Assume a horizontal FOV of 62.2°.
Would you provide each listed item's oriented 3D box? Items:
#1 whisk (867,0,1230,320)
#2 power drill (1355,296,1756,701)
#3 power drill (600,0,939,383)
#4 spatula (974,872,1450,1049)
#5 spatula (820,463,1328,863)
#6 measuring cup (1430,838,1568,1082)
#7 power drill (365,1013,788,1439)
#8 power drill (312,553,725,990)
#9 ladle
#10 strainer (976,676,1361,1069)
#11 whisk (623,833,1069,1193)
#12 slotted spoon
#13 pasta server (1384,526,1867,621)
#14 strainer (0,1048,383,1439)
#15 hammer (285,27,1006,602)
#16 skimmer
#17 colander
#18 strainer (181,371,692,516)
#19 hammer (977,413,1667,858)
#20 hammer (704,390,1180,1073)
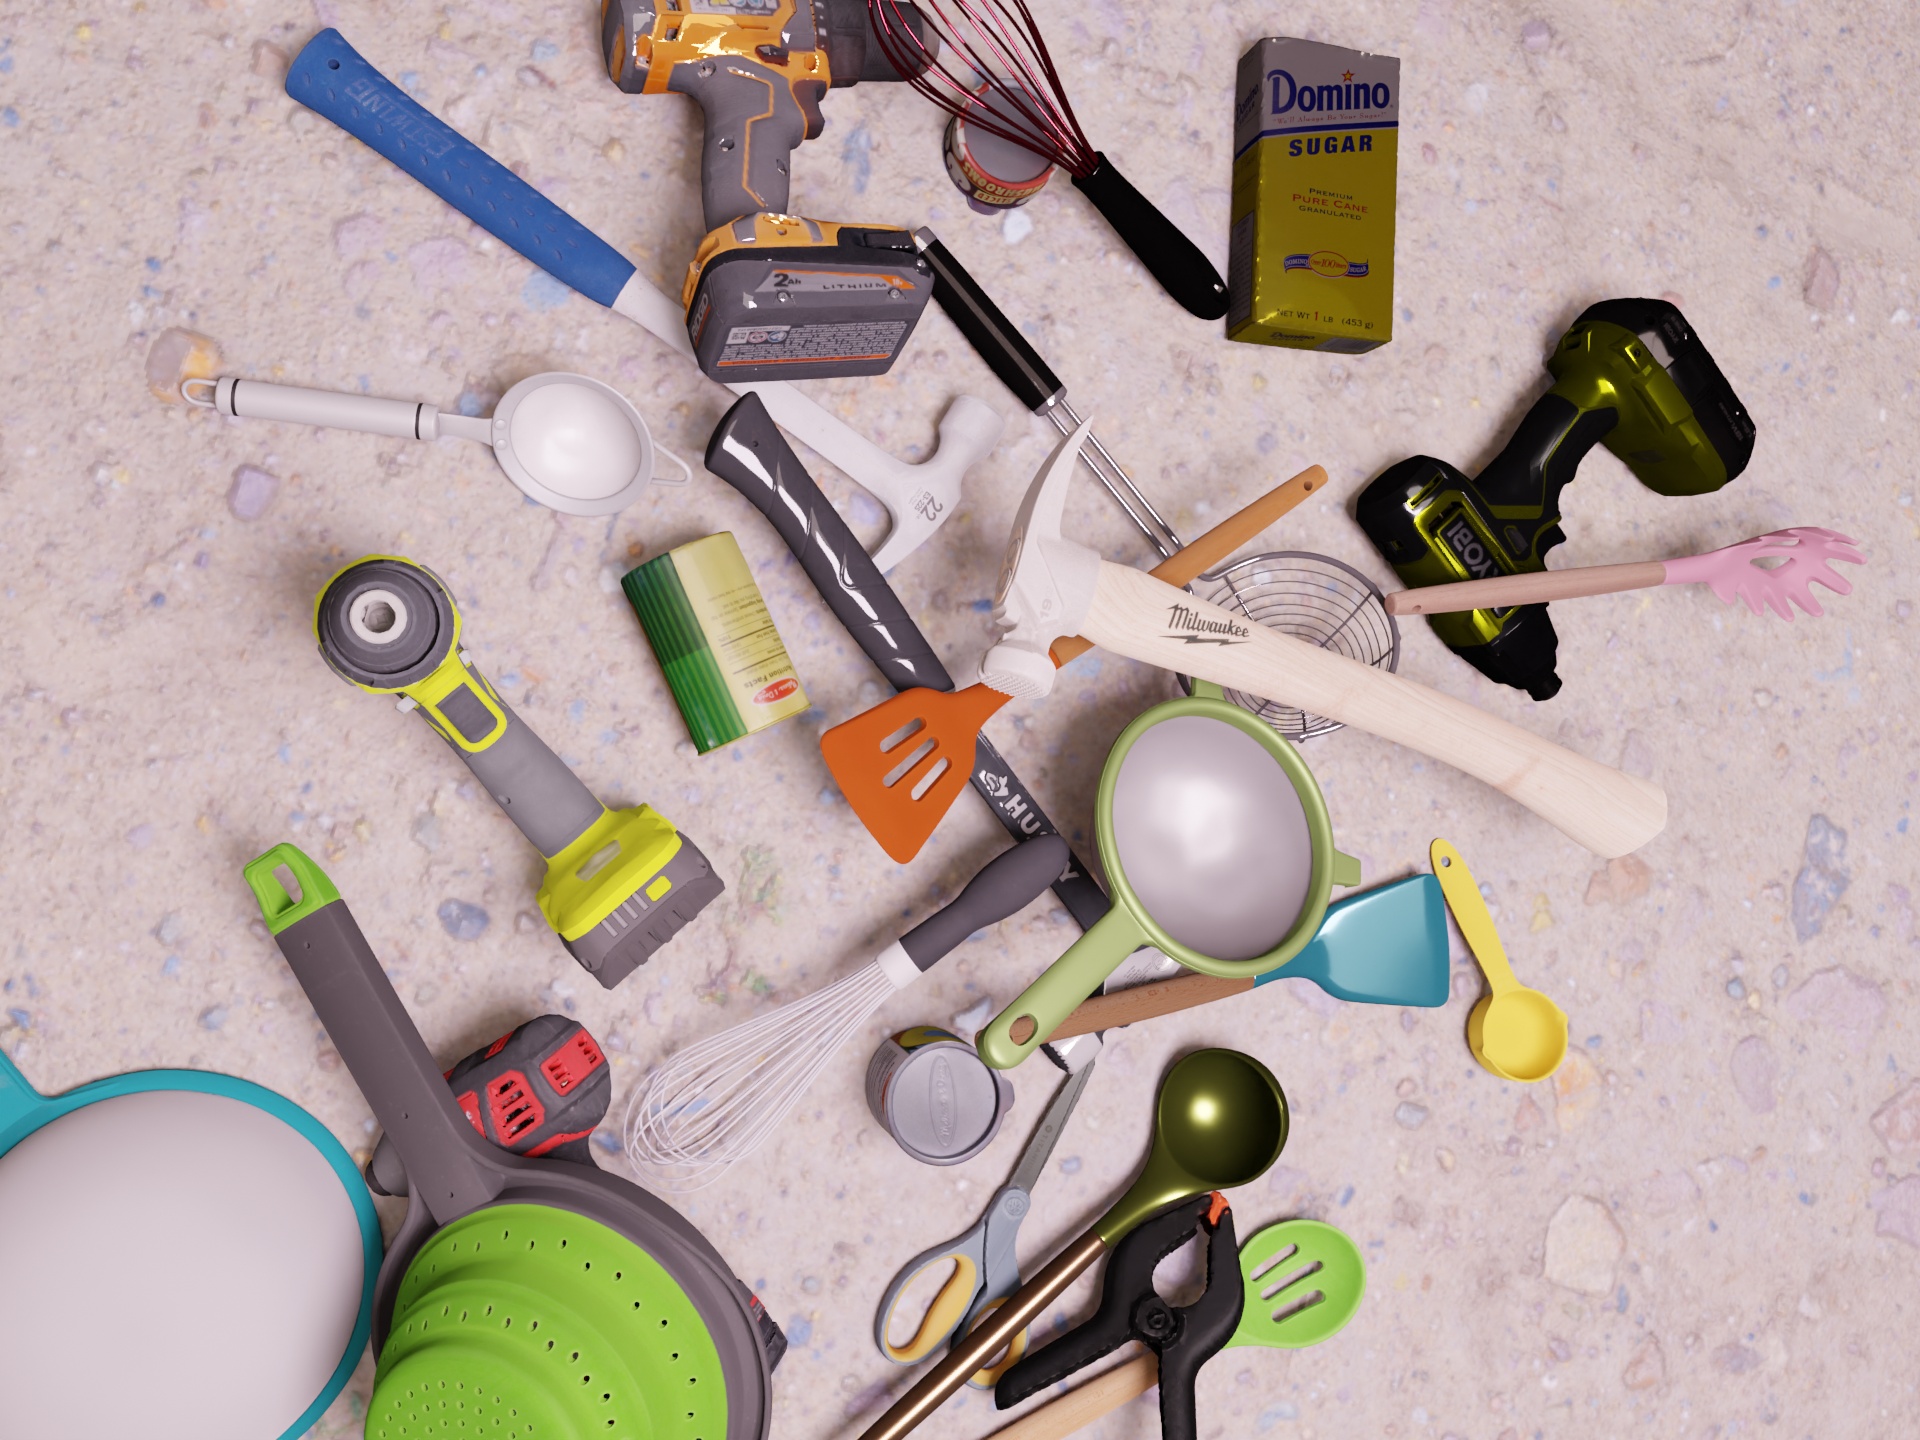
[{"bbox_3d":[0.057,-0.315,0.872,0.295,0.073,0.073,35,79,-34],"label":"whisk"},{"bbox_3d":[0.370,-0.135,0.976,0.223,0.080,0.171,-43,103,-9],"label":"power drill"},{"bbox_3d":[-0.079,-0.298,0.843,0.185,0.084,0.226,-9,73,-24],"label":"power drill"},{"bbox_3d":[0.149,0.150,0.901,0.317,0.044,0.082,-8,94,-31],"label":"spatula"},{"bbox_3d":[0.072,-0.047,0.846,0.322,0.041,0.081,-34,103,-10],"label":"spatula"},{"bbox_3d":[0.322,0.148,0.983,0.062,0.029,0.156,-20,81,-15],"label":"measuring cup"},{"bbox_3d":[-0.199,0.267,0.795,0.143,0.078,0.219,-32,93,19],"label":"power drill"},{"bbox_3d":[-0.218,0.016,0.759,0.080,0.190,0.228,-42,103,-12],"label":"power drill"},{"bbox_3d":[0.055,0.298,0.872,0.320,0.062,0.078,-37,59,-17],"label":"ladle"},{"bbox_3d":[0.088,0.096,0.832,0.256,0.069,0.151,-39,94,-30],"label":"strainer"},{"bbox_3d":[-0.059,0.147,0.838,0.284,0.070,0.070,-37,97,-2],"label":"whisk"},{"bbox_3d":[0.092,0.377,0.908,0.314,0.031,0.070,-24,80,-12],"label":"slotted spoon"},{"bbox_3d":[0.393,-0.080,0.935,0.316,0.040,0.060,-7,130,-18],"label":"pasta server"},{"bbox_3d":[-0.424,0.227,0.742,0.211,0.095,0.340,-37,98,-13],"label":"strainer"},{"bbox_3d":[-0.175,-0.221,0.854,0.405,0.035,0.144,35,80,-11],"label":"hammer"},{"bbox_3d":[0.100,-0.140,0.895,0.127,0.090,0.363,-43,98,-12],"label":"skimmer"},{"bbox_3d":[-0.236,0.240,0.714,0.204,0.094,0.397,-29,91,19],"label":"colander"},{"bbox_3d":[-0.268,-0.156,0.826,0.258,0.050,0.086,6,130,-9],"label":"strainer"},{"bbox_3d":[0.212,-0.023,0.853,0.410,0.038,0.146,20,76,-17],"label":"hammer"},{"bbox_3d":[-0.001,-0.003,0.868,0.149,0.036,0.408,-40,105,-15],"label":"hammer"}]
